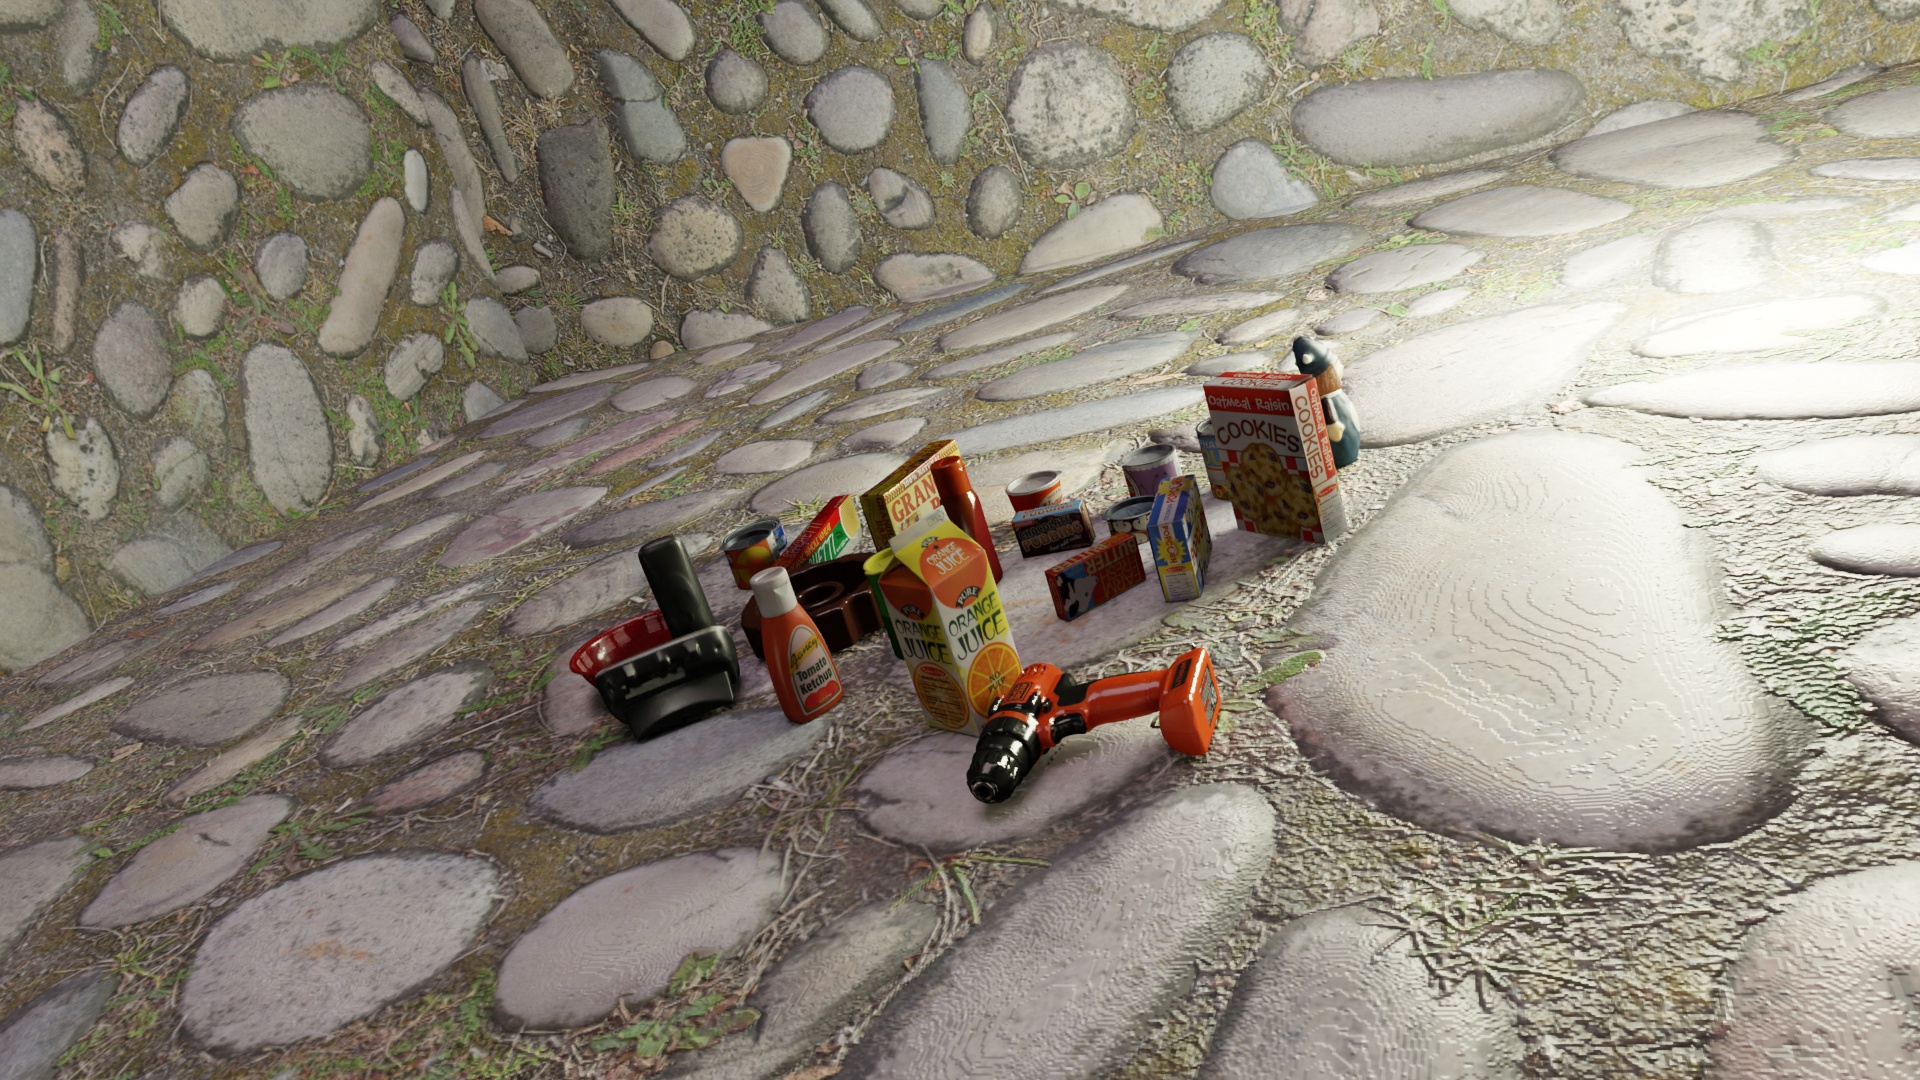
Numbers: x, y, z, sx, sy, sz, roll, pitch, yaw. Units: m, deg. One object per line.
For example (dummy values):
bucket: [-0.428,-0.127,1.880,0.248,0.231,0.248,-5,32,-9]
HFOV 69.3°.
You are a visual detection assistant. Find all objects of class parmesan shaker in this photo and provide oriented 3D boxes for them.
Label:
parmesan shaker: [-0.054,0.064,1.417,0.071,0.102,0.071,-16,19,6]

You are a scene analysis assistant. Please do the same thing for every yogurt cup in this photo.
yogurt cup: [0.093,-0.047,1.666,0.072,0.053,0.072,-16,19,6]

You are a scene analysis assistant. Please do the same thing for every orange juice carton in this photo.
orange juice carton: [-0.011,0.070,1.227,0.073,0.192,0.072,4,28,47]

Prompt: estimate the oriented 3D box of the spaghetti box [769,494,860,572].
spaghetti box: [-0.183,0.011,1.752,0.028,0.050,0.251,-11,20,20]

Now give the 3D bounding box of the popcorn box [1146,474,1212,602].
popcorn box: [0.220,-0.004,1.391,0.038,0.085,0.127,-11,20,20]

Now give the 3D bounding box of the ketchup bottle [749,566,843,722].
ketchup bottle: [-0.164,0.099,1.347,0.043,0.148,0.065,4,28,47]

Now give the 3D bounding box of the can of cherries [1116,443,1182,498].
can of cherries: [0.223,-0.074,1.620,0.071,0.058,0.072,-16,19,6]

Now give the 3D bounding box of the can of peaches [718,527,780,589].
can of peaches: [-0.266,0.024,1.776,0.071,0.058,0.071,-16,19,6]

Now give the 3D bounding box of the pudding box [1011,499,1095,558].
pudding box: [0.105,-0.014,1.571,0.083,0.049,0.030,-11,20,19]

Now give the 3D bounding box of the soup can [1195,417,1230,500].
soup can: [0.305,-0.095,1.568,0.071,0.083,0.071,-16,19,6]

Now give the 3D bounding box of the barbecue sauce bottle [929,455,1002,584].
barbecue sauce bottle: [0.005,-0.019,1.523,0.043,0.148,0.065,-12,20,17]

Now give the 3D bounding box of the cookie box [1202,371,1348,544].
cookie box: [0.318,-0.086,1.407,0.040,0.167,0.123,-28,21,-27]

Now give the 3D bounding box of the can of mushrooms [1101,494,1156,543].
can of mushrooms: [0.194,-0.022,1.542,0.071,0.033,0.071,-16,19,6]

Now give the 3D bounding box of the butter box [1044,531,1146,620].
butter box: [0.137,0.035,1.404,0.104,0.053,0.024,-26,21,-23]

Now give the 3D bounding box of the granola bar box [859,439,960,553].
granola bar box: [-0.044,-0.031,1.634,0.039,0.123,0.166,-5,23,34]
